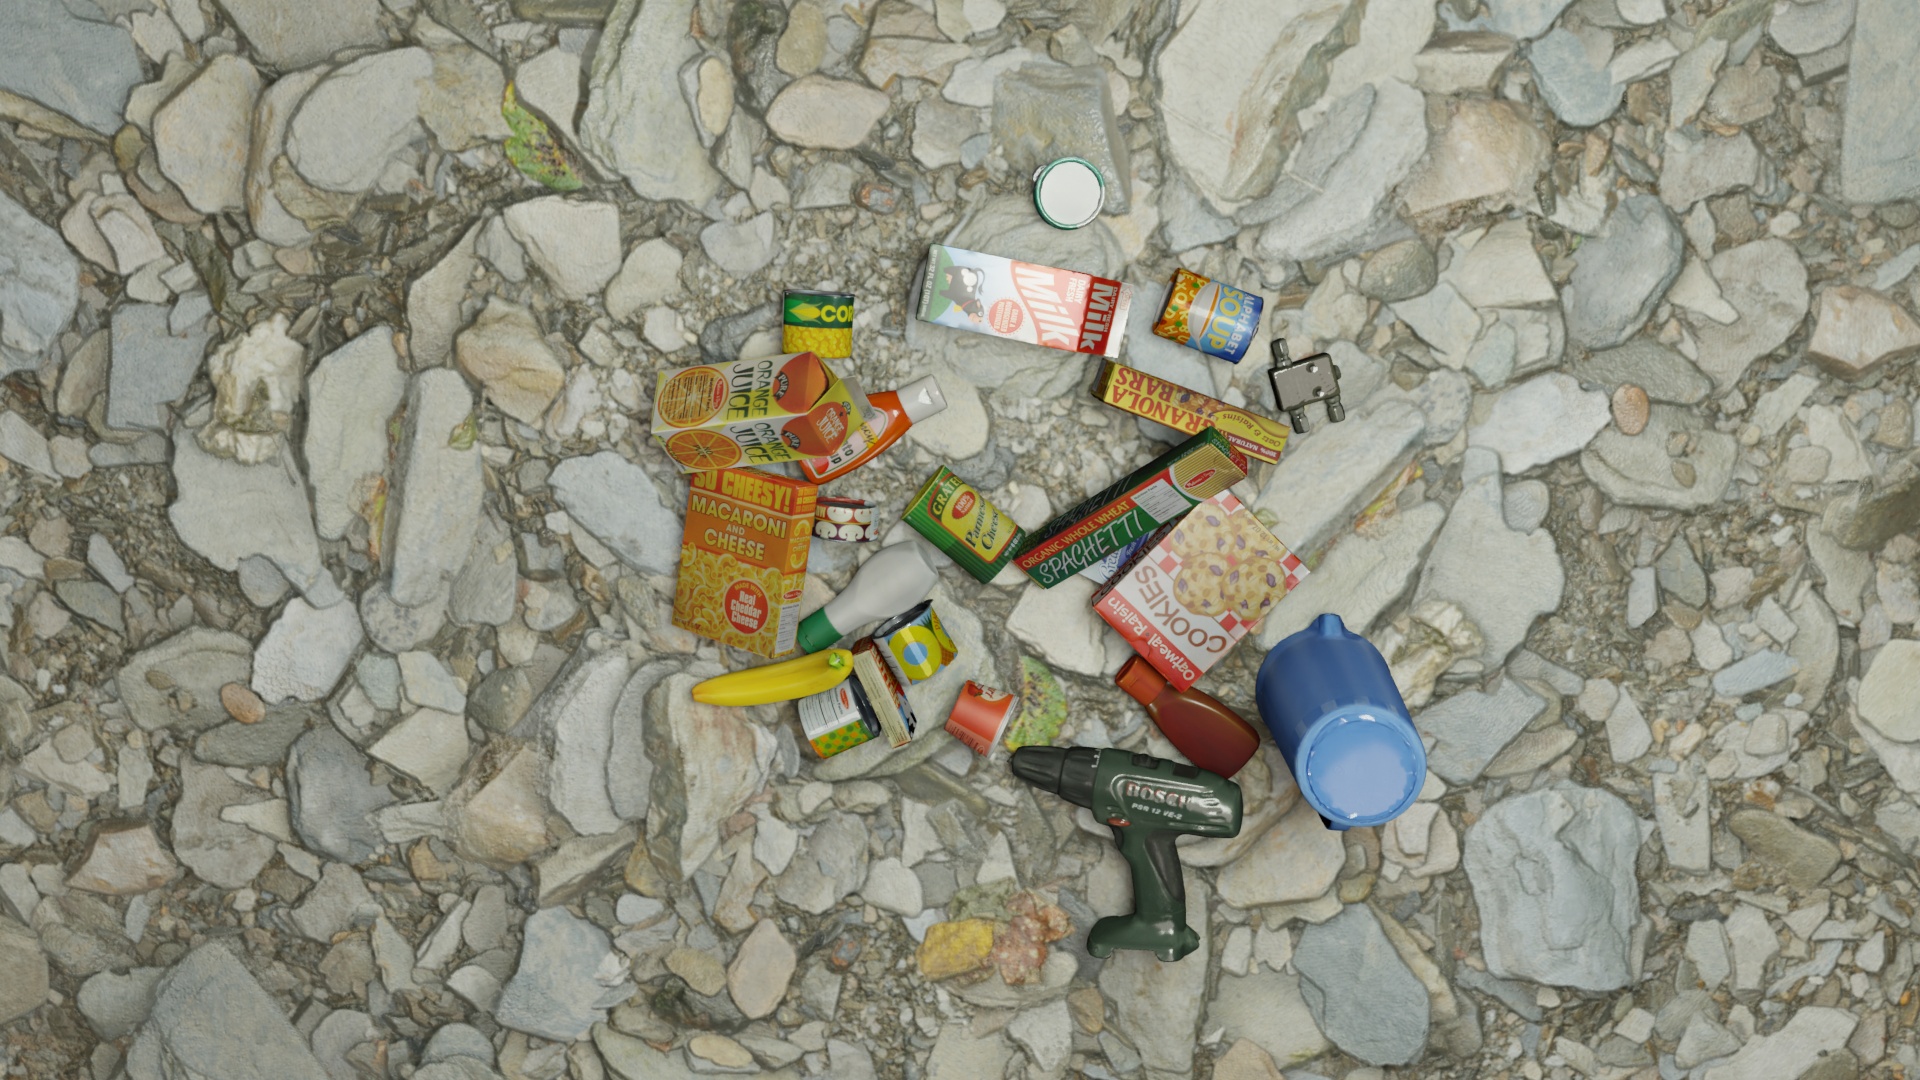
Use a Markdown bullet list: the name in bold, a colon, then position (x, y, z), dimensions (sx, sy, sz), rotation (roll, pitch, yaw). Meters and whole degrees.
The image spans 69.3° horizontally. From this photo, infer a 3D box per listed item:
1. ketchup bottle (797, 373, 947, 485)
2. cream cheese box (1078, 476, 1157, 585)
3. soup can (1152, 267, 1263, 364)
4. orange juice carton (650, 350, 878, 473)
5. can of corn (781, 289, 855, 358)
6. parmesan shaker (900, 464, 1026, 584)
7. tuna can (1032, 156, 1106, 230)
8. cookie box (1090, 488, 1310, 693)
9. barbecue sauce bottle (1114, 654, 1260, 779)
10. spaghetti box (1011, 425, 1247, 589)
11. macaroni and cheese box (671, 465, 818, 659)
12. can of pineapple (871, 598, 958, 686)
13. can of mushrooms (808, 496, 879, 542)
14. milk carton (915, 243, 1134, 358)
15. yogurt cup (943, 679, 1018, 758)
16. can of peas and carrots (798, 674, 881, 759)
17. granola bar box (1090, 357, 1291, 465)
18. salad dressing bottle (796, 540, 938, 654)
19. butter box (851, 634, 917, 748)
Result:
- **ketchup bottle**: position (-0.086, -0.110, 1.314), dimensions (0.149, 0.043, 0.064), rotation (-26, 94, 5)
- **cream cheese box**: position (0.156, -0.005, 1.342), dimensions (0.053, 0.024, 0.103), rotation (25, 100, -3)
- **soup can**: position (0.227, -0.207, 1.277), dimensions (0.084, 0.071, 0.071), rotation (19, 101, -3)
- **orange juice carton**: position (-0.177, -0.119, 1.269), dimensions (0.193, 0.071, 0.073), rotation (-6, 59, 12)
- **can of corn**: position (-0.130, -0.200, 1.283), dimensions (0.071, 0.071, 0.058), rotation (4, 103, 0)
- **parmesan shaker**: position (0.005, -0.017, 1.321), dimensions (0.103, 0.071, 0.071), rotation (38, 99, -7)
- **tuna can**: position (0.098, -0.320, 1.275), dimensions (0.071, 0.033, 0.071), rotation (0, 102, 0)
- **cookie box**: position (0.224, 0.042, 1.310), dimensions (0.123, 0.040, 0.167), rotation (44, 100, -7)
- **barbecue sauce bottle**: position (0.220, 0.171, 1.366), dimensions (0.148, 0.044, 0.064), rotation (38, 110, -6)
- **spaghetti box**: position (0.149, -0.025, 1.270), dimensions (0.050, 0.029, 0.249), rotation (40, 132, -22)
- **macaroni and cheese box**: position (-0.206, 0.014, 1.318), dimensions (0.124, 0.040, 0.166), rotation (15, 102, 26)
- **can of pineapple**: position (-0.042, 0.099, 1.343), dimensions (0.071, 0.071, 0.057), rotation (-29, 100, 6)
- **can of mushrooms**: position (-0.113, -0.020, 1.320), dimensions (0.071, 0.071, 0.033), rotation (6, 101, 0)
- **milk carton**: position (0.059, -0.220, 1.275), dimensions (0.191, 0.073, 0.072), rotation (12, 101, -2)
- **yogurt cup**: position (0.019, 0.172, 1.359), dimensions (0.054, 0.072, 0.072), rotation (26, 101, 4)
- **can of peas and carrots**: position (-0.118, 0.174, 1.361), dimensions (0.059, 0.071, 0.071), rotation (-24, 100, 6)
- **granola bar box**: position (0.206, -0.119, 1.267), dimensions (0.165, 0.124, 0.039), rotation (20, 99, -3)
- **salad dressing bottle**: position (-0.093, 0.058, 1.348), dimensions (0.147, 0.044, 0.064), rotation (-34, 100, 8)
- **butter box**: position (-0.075, 0.147, 1.360), dimensions (0.024, 0.053, 0.103), rotation (-23, 100, 8)
